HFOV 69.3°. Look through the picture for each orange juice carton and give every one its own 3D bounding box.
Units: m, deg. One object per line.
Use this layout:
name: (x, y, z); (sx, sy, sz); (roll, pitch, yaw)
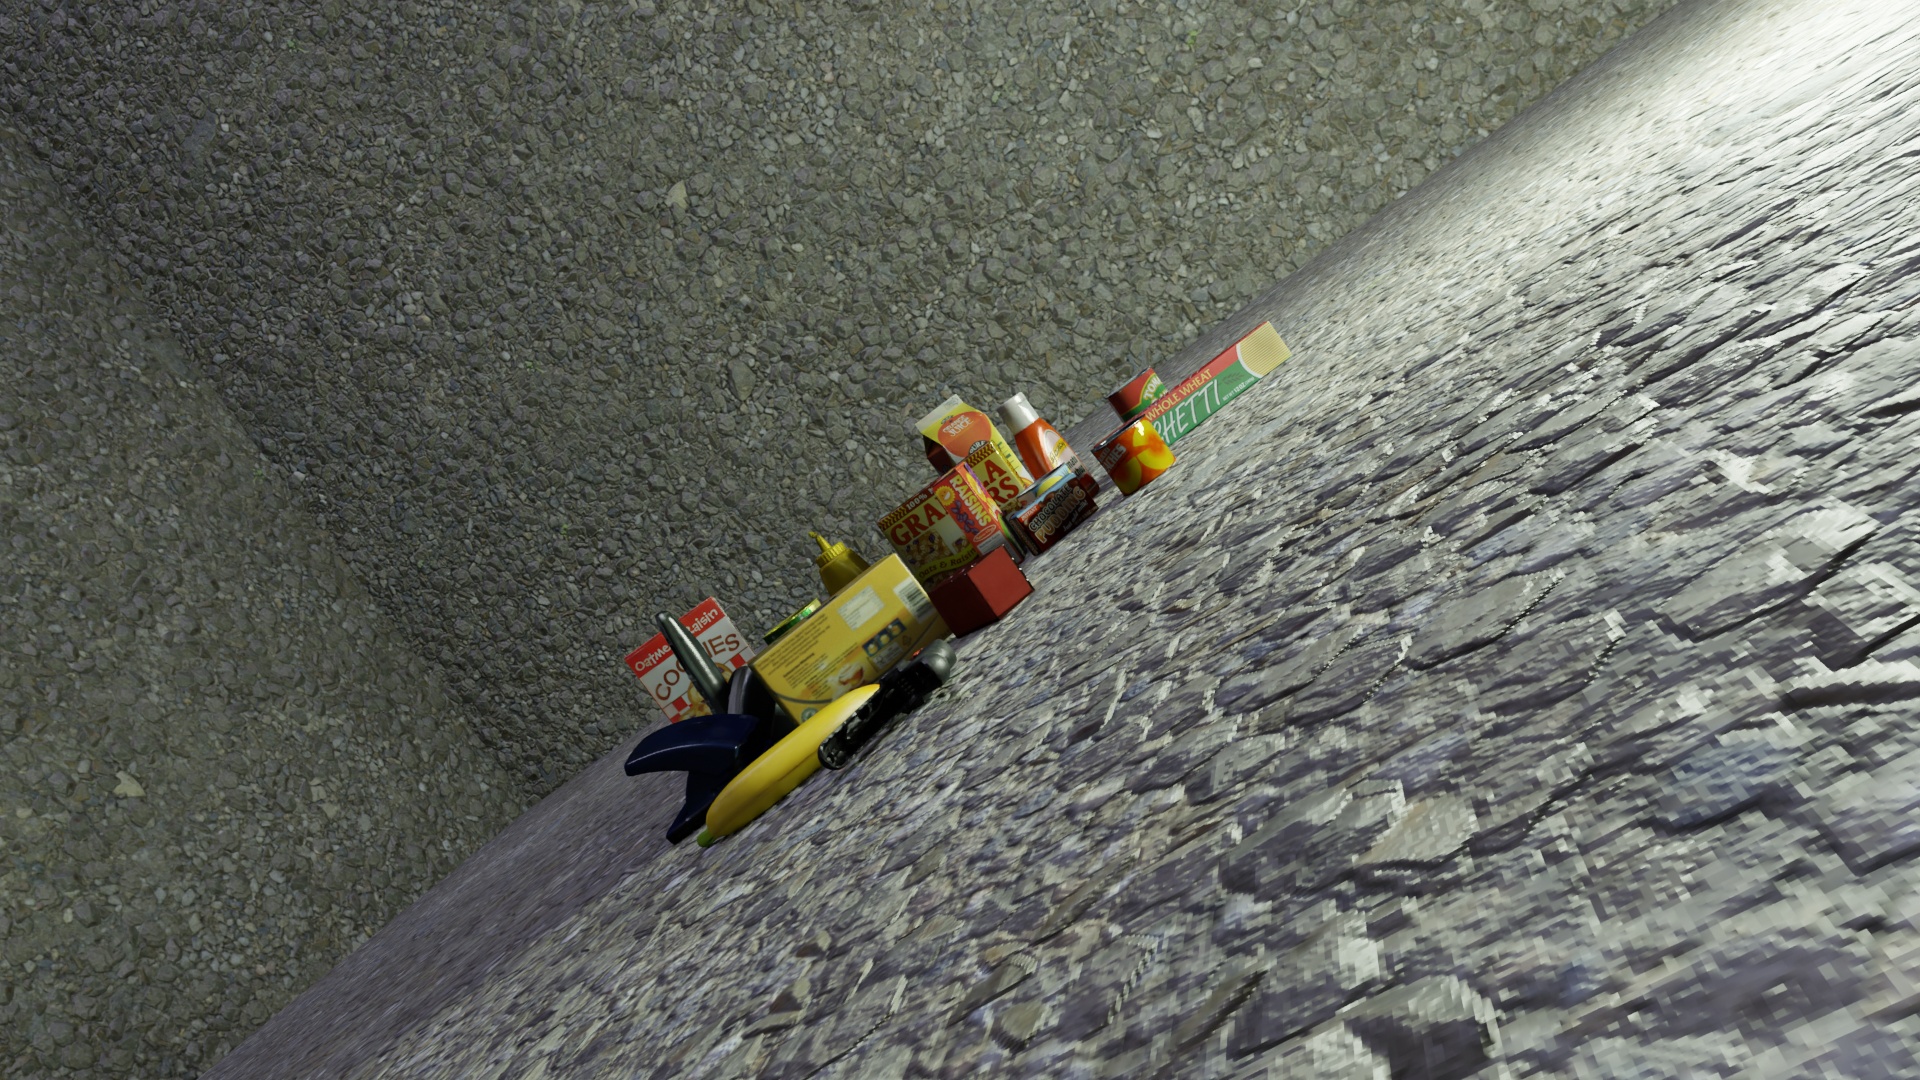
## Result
orange juice carton: (0.025, -0.085, 1.716); (0.072, 0.192, 0.073); (-37, 4, -20)

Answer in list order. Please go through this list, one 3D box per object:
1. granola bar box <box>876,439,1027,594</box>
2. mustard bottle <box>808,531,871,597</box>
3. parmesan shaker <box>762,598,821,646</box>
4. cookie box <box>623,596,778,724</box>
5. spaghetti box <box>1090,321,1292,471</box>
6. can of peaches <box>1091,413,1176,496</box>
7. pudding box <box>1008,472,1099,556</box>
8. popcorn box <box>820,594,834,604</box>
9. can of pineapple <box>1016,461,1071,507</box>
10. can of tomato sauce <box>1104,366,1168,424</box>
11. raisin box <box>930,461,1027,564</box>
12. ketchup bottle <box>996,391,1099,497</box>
granola bar box: (0.006, -0.020, 1.613); (0.165, 0.124, 0.039); (-35, 3, 11)
mustard bottle: (-0.129, 0.051, 1.664); (0.065, 0.160, 0.049); (-35, 3, 17)
parmesan shaker: (-0.137, 0.117, 1.354); (0.071, 0.103, 0.071); (-36, 3, 3)
cookie box: (-0.288, 0.166, 1.607); (0.123, 0.167, 0.040); (-37, 3, -11)
spaghetti box: (0.262, -0.157, 1.575); (0.250, 0.050, 0.028); (-36, 3, -5)
can of peaches: (0.175, -0.085, 1.407); (0.071, 0.058, 0.071); (-36, 4, 3)
pudding box: (0.097, -0.028, 1.455); (0.084, 0.049, 0.030); (-37, 4, -20)
popcorn box: (-0.126, 0.101, 1.599); (0.038, 0.085, 0.126); (-39, 4, -37)
can of pineapple: (0.106, -0.045, 1.526); (0.071, 0.058, 0.071); (-36, 4, 3)
can of tomato sauce: (0.224, -0.156, 1.652); (0.071, 0.083, 0.071); (-36, 3, 3)
raisin box: (0.022, -0.024, 1.517); (0.040, 0.123, 0.086); (-35, 3, 10)
ketchup bottle: (0.098, -0.102, 1.613); (0.043, 0.148, 0.065); (-33, 5, 44)
